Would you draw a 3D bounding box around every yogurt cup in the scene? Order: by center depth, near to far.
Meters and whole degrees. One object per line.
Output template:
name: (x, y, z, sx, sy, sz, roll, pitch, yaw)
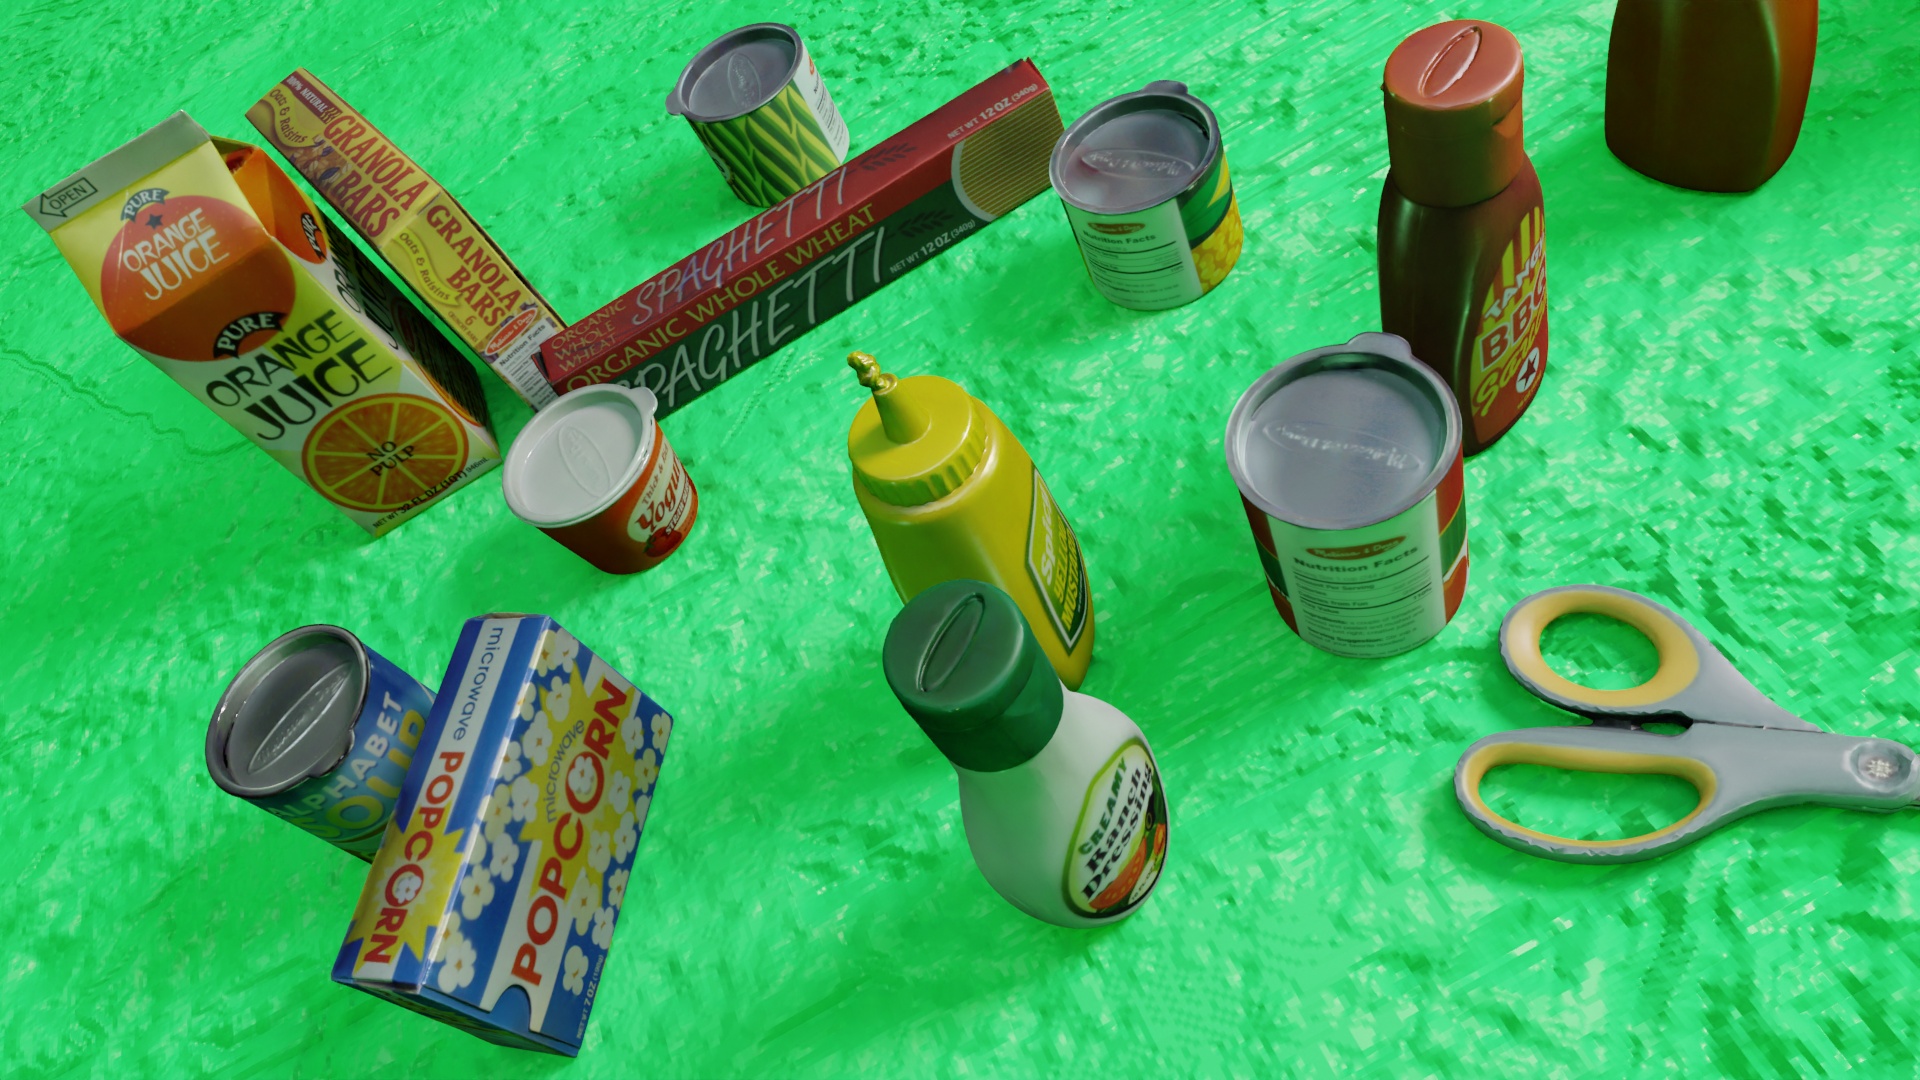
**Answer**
yogurt cup: (-0.144, -0.022, 0.569, 0.072, 0.053, 0.073, -11, 55, 16)

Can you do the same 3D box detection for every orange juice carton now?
orange juice carton: (-0.284, -0.091, 0.585, 0.072, 0.192, 0.073, -31, 52, 1)

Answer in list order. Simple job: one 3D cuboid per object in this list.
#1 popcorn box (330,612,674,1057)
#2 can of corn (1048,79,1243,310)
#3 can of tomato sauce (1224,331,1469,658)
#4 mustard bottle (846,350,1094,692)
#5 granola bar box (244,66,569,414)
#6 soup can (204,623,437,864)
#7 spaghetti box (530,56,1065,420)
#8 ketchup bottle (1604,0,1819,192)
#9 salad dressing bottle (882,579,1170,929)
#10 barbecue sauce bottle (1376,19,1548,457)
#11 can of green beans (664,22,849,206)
popcorn box: (-0.148, 0.099, 0.470, 0.038, 0.085, 0.127, -3, 57, 21)
can of corn: (0.076, -0.136, 0.552, 0.071, 0.058, 0.071, -11, 55, 16)
can of tomato sauce: (0.123, -0.012, 0.434, 0.071, 0.082, 0.071, -11, 55, 16)
mustard bottle: (0.002, -0.005, 0.431, 0.049, 0.159, 0.065, -8, 56, 18)
granola bar box: (-0.248, -0.138, 0.644, 0.039, 0.123, 0.166, -45, 53, -9)
soup can: (-0.219, 0.081, 0.512, 0.071, 0.083, 0.072, -11, 55, 16)
spaghetti box: (-0.066, -0.123, 0.607, 0.250, 0.050, 0.029, -31, 52, 1)
ketchup bottle: (0.248, -0.183, 0.455, 0.065, 0.148, 0.043, 33, 75, 35)
salad dressing bottle: (0.021, 0.062, 0.386, 0.044, 0.147, 0.064, 19, 67, 31)
barbecue sauce bottle: (0.156, -0.091, 0.432, 0.044, 0.148, 0.065, 27, 72, 34)
can of green beans: (-0.094, -0.203, 0.667, 0.071, 0.057, 0.071, -11, 55, 16)
